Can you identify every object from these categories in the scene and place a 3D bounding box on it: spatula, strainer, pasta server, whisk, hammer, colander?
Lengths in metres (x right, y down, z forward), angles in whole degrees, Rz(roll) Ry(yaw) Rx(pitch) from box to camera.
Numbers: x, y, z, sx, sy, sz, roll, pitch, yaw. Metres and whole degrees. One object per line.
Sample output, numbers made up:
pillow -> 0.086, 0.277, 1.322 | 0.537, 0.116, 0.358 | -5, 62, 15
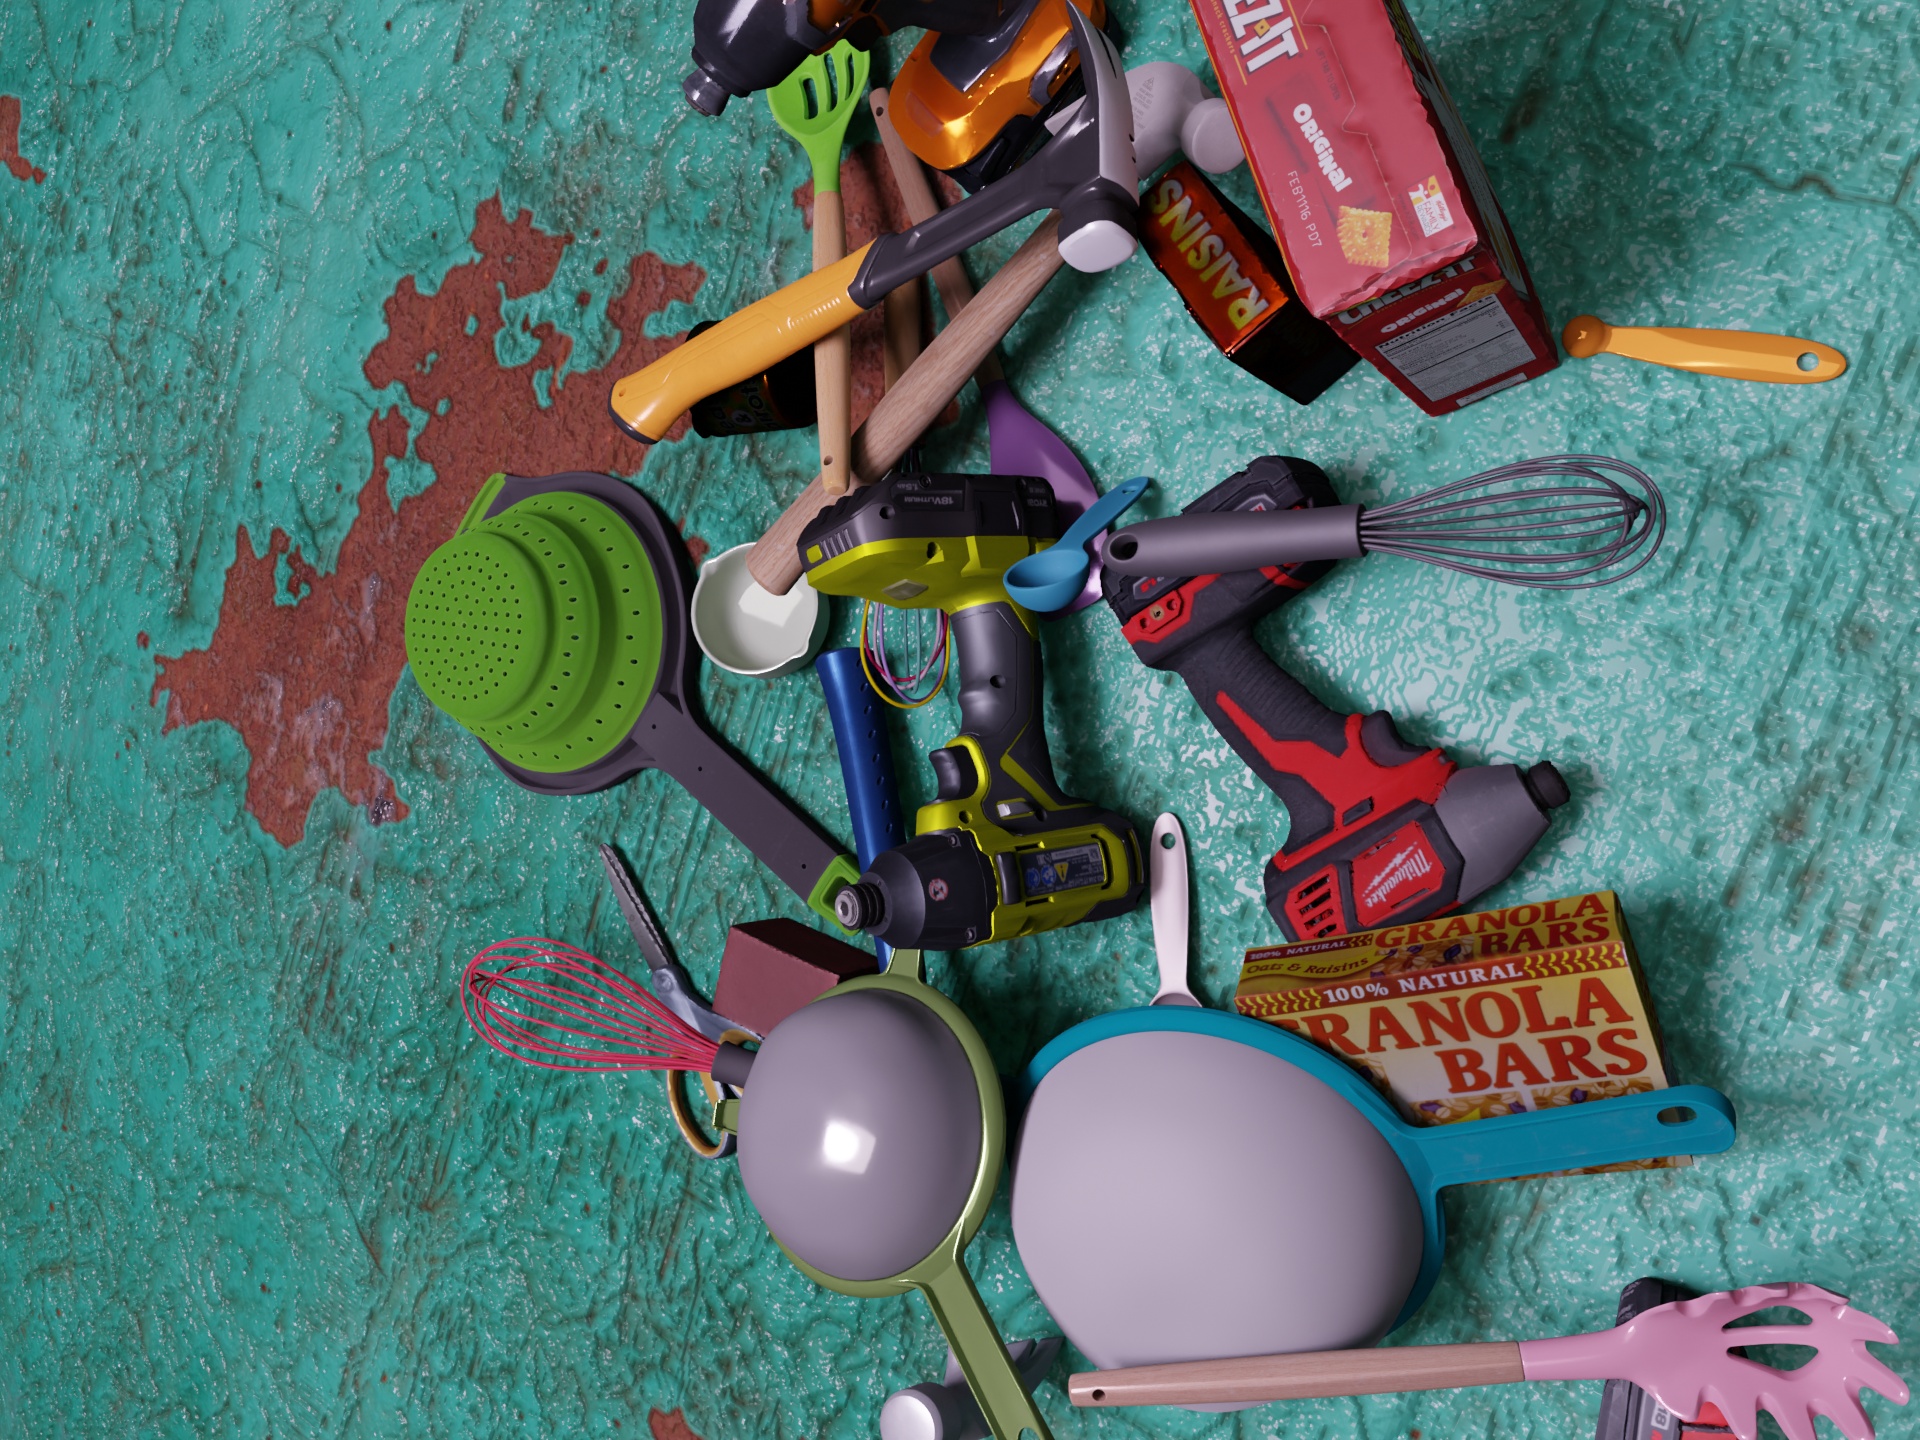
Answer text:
spatula -> 0.010, -0.205, 0.861 | 0.060, 0.018, 0.316 | -27, 78, 30
strainer -> 0.155, 0.221, 0.684 | 0.340, 0.095, 0.211 | -21, 106, 34
pasta server -> 0.196, 0.260, 0.633 | 0.316, 0.040, 0.060 | -10, 88, 15
whisk -> -0.032, -0.128, 0.866 | 0.047, 0.051, 0.245 | -2, 83, 2
hammer -> -0.024, 0.158, 0.836 | 0.035, 0.144, 0.406 | -18, 72, 25
colander -> -0.208, -0.007, 0.934 | 0.397, 0.094, 0.204 | 40, 107, 23
whisk -> -0.154, 0.187, 0.904 | 0.296, 0.073, 0.073 | 15, 97, 13
hammer -> 0.003, -0.194, 0.810 | 0.331, 0.031, 0.130 | -47, 36, 15
whisk -> 0.170, -0.078, 0.678 | 0.239, 0.055, 0.055 | -1, 89, 29
hammer -> -0.058, -0.220, 0.789 | 0.337, 0.034, 0.127 | -18, 63, 37
strainer -> -0.034, 0.227, 0.713 | 0.151, 0.069, 0.257 | -44, 54, 15

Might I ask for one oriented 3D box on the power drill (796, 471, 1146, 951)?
power drill -> -0.001, -0.002, 0.777 | 0.080, 0.171, 0.223 | -19, 79, 50

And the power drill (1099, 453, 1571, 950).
power drill -> 0.173, -0.007, 0.743 | 0.143, 0.078, 0.220 | -34, 77, 24

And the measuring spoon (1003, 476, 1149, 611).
measuring spoon -> 0.065, -0.086, 0.783 | 0.042, 0.129, 0.021 | 3, 123, 35

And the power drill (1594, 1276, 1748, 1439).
power drill -> 0.377, 0.295, 0.632 | 0.227, 0.080, 0.188 | 10, 95, 25

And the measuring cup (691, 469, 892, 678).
measuring cup -> -0.082, -0.095, 0.907 | 0.083, 0.038, 0.167 | 40, 91, 17

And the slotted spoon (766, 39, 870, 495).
slotted spoon -> -0.072, -0.258, 0.855 | 0.070, 0.031, 0.314 | -17, 64, 27

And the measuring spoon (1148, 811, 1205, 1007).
measuring spoon -> 0.110, 0.109, 0.811 | 0.034, 0.018, 0.124 | -6, 80, 28

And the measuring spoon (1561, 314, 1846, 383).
measuring spoon -> 0.323, -0.163, 0.697 | 0.117, 0.011, 0.021 | 15, 97, 27

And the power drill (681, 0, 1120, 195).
power drill -> -0.030, -0.334, 0.765 | 0.164, 0.226, 0.084 | -47, 70, 20
